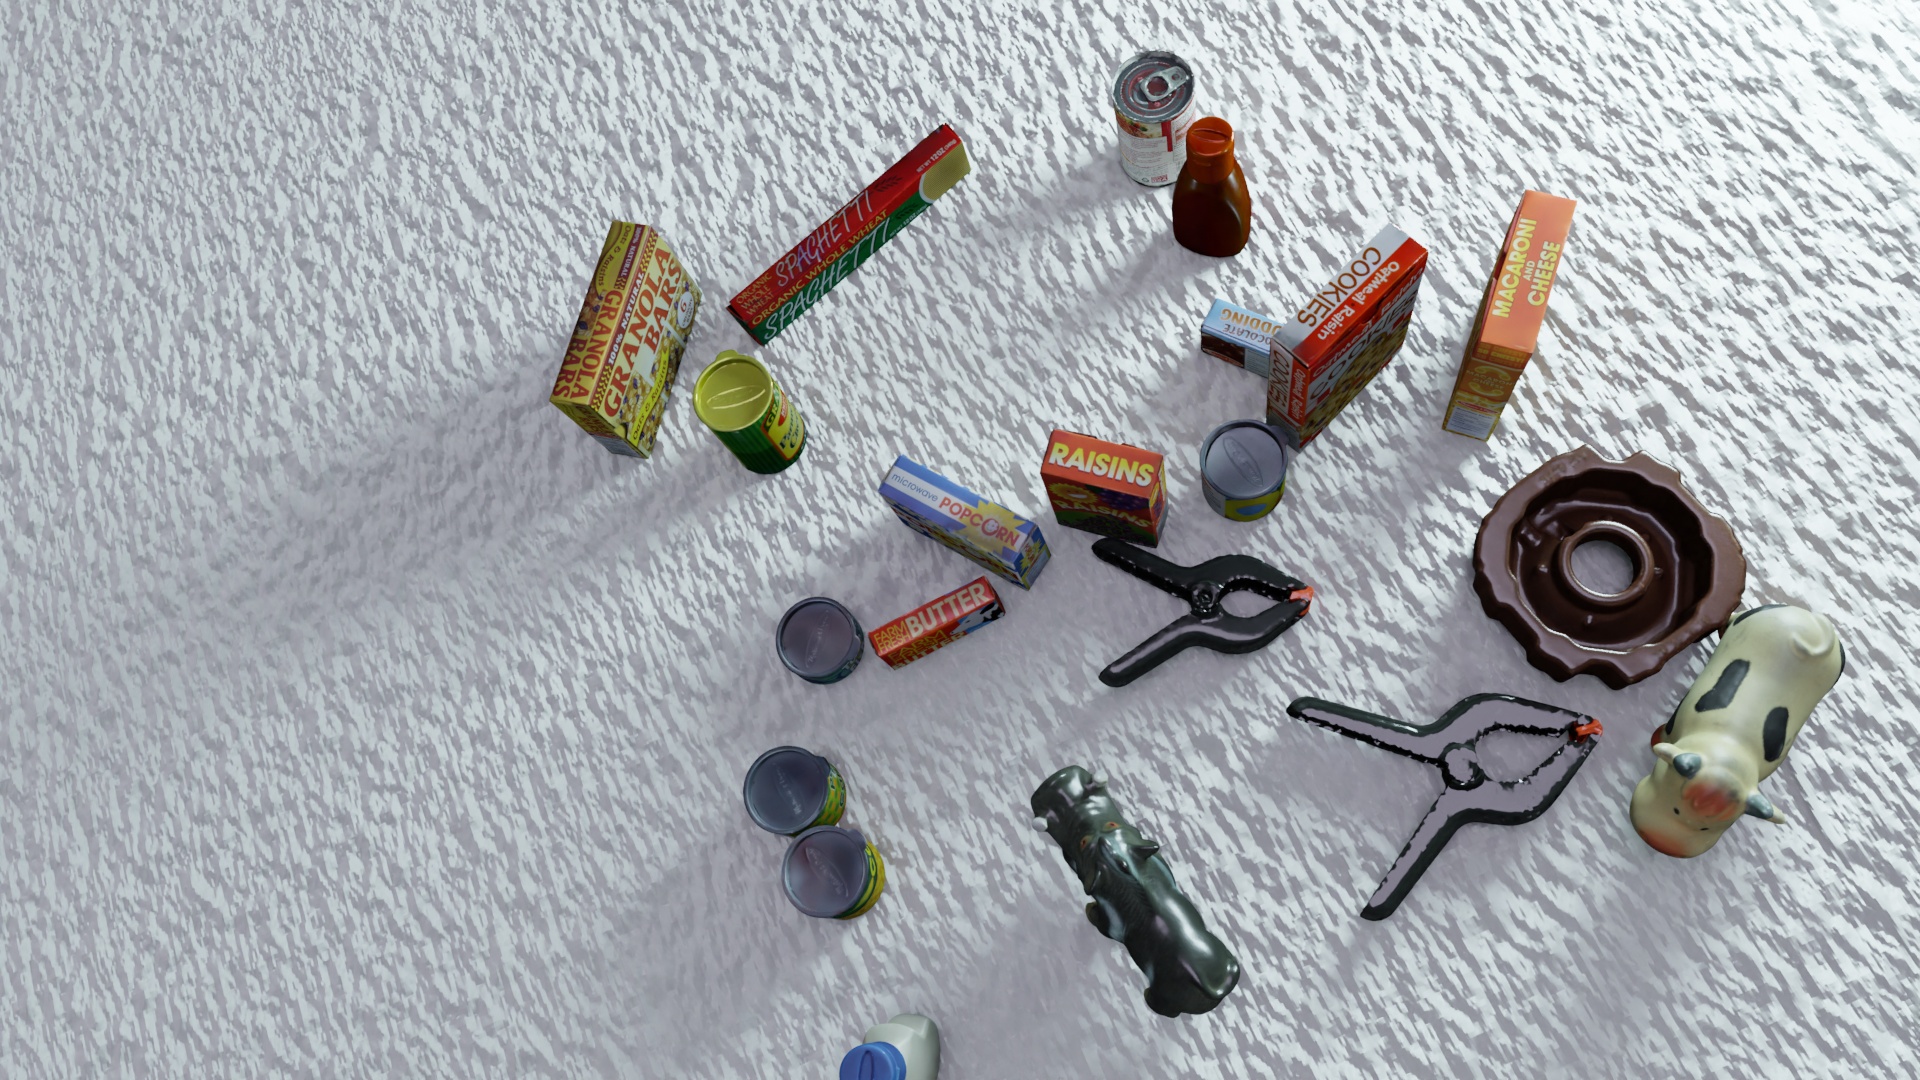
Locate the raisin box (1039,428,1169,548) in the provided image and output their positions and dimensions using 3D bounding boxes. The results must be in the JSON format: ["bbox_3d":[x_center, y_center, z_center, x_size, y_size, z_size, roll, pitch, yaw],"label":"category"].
[{"bbox_3d":[0.112,-0.039,1.059,0.086,0.123,0.040,15,76,15],"label":"raisin box"}]

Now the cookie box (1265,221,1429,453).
[{"bbox_3d":[0.285,-0.146,1.038,0.123,0.167,0.040,-45,70,-5],"label":"cookie box"}]

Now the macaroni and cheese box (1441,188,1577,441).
[{"bbox_3d":[0.400,-0.160,1.021,0.040,0.166,0.124,17,77,16],"label":"macaroni and cheese box"}]

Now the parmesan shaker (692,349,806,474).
[{"bbox_3d":[-0.171,-0.104,1.145,0.071,0.103,0.071,-3,72,10],"label":"parmesan shaker"}]

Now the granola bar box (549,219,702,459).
[{"bbox_3d":[-0.278,-0.167,1.174,0.039,0.124,0.166,11,75,14],"label":"granola bar box"}]

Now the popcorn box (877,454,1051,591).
[{"bbox_3d":[0.004,-0.014,1.092,0.127,0.085,0.038,28,80,18],"label":"popcorn box"}]

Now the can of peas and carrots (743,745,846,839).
[{"bbox_3d":[-0.124,0.193,1.063,0.071,0.058,0.071,-3,72,10],"label":"can of peas and carrots"}]

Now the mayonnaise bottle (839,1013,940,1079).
[{"bbox_3d":[-0.047,0.359,0.947,0.041,0.147,0.065,2,73,12],"label":"mayonnaise bottle"}]

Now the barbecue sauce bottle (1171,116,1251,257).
[{"bbox_3d":[0.200,-0.280,1.107,0.065,0.148,0.044,17,77,15],"label":"barbecue sauce bottle"}]

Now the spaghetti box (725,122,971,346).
[{"bbox_3d":[-0.095,-0.265,1.211,0.250,0.050,0.029,-41,70,-4],"label":"spaghetti box"}]

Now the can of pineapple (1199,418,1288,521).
[{"bbox_3d":[0.221,-0.054,1.078,0.071,0.057,0.071,-3,72,10],"label":"can of pineapple"}]

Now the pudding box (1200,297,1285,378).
[{"bbox_3d":[0.236,-0.158,1.114,0.084,0.049,0.030,25,79,17],"label":"pudding box"}]

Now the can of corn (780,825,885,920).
[{"bbox_3d":[-0.092,0.248,1.040,0.071,0.058,0.071,-3,72,10],"label":"can of corn"}]

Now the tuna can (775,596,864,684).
[{"bbox_3d":[-0.109,0.081,1.110,0.071,0.032,0.071,-3,72,10],"label":"tuna can"}]

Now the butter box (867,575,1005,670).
[{"bbox_3d":[-0.018,0.065,1.087,0.103,0.053,0.024,-26,70,2],"label":"butter box"}]
